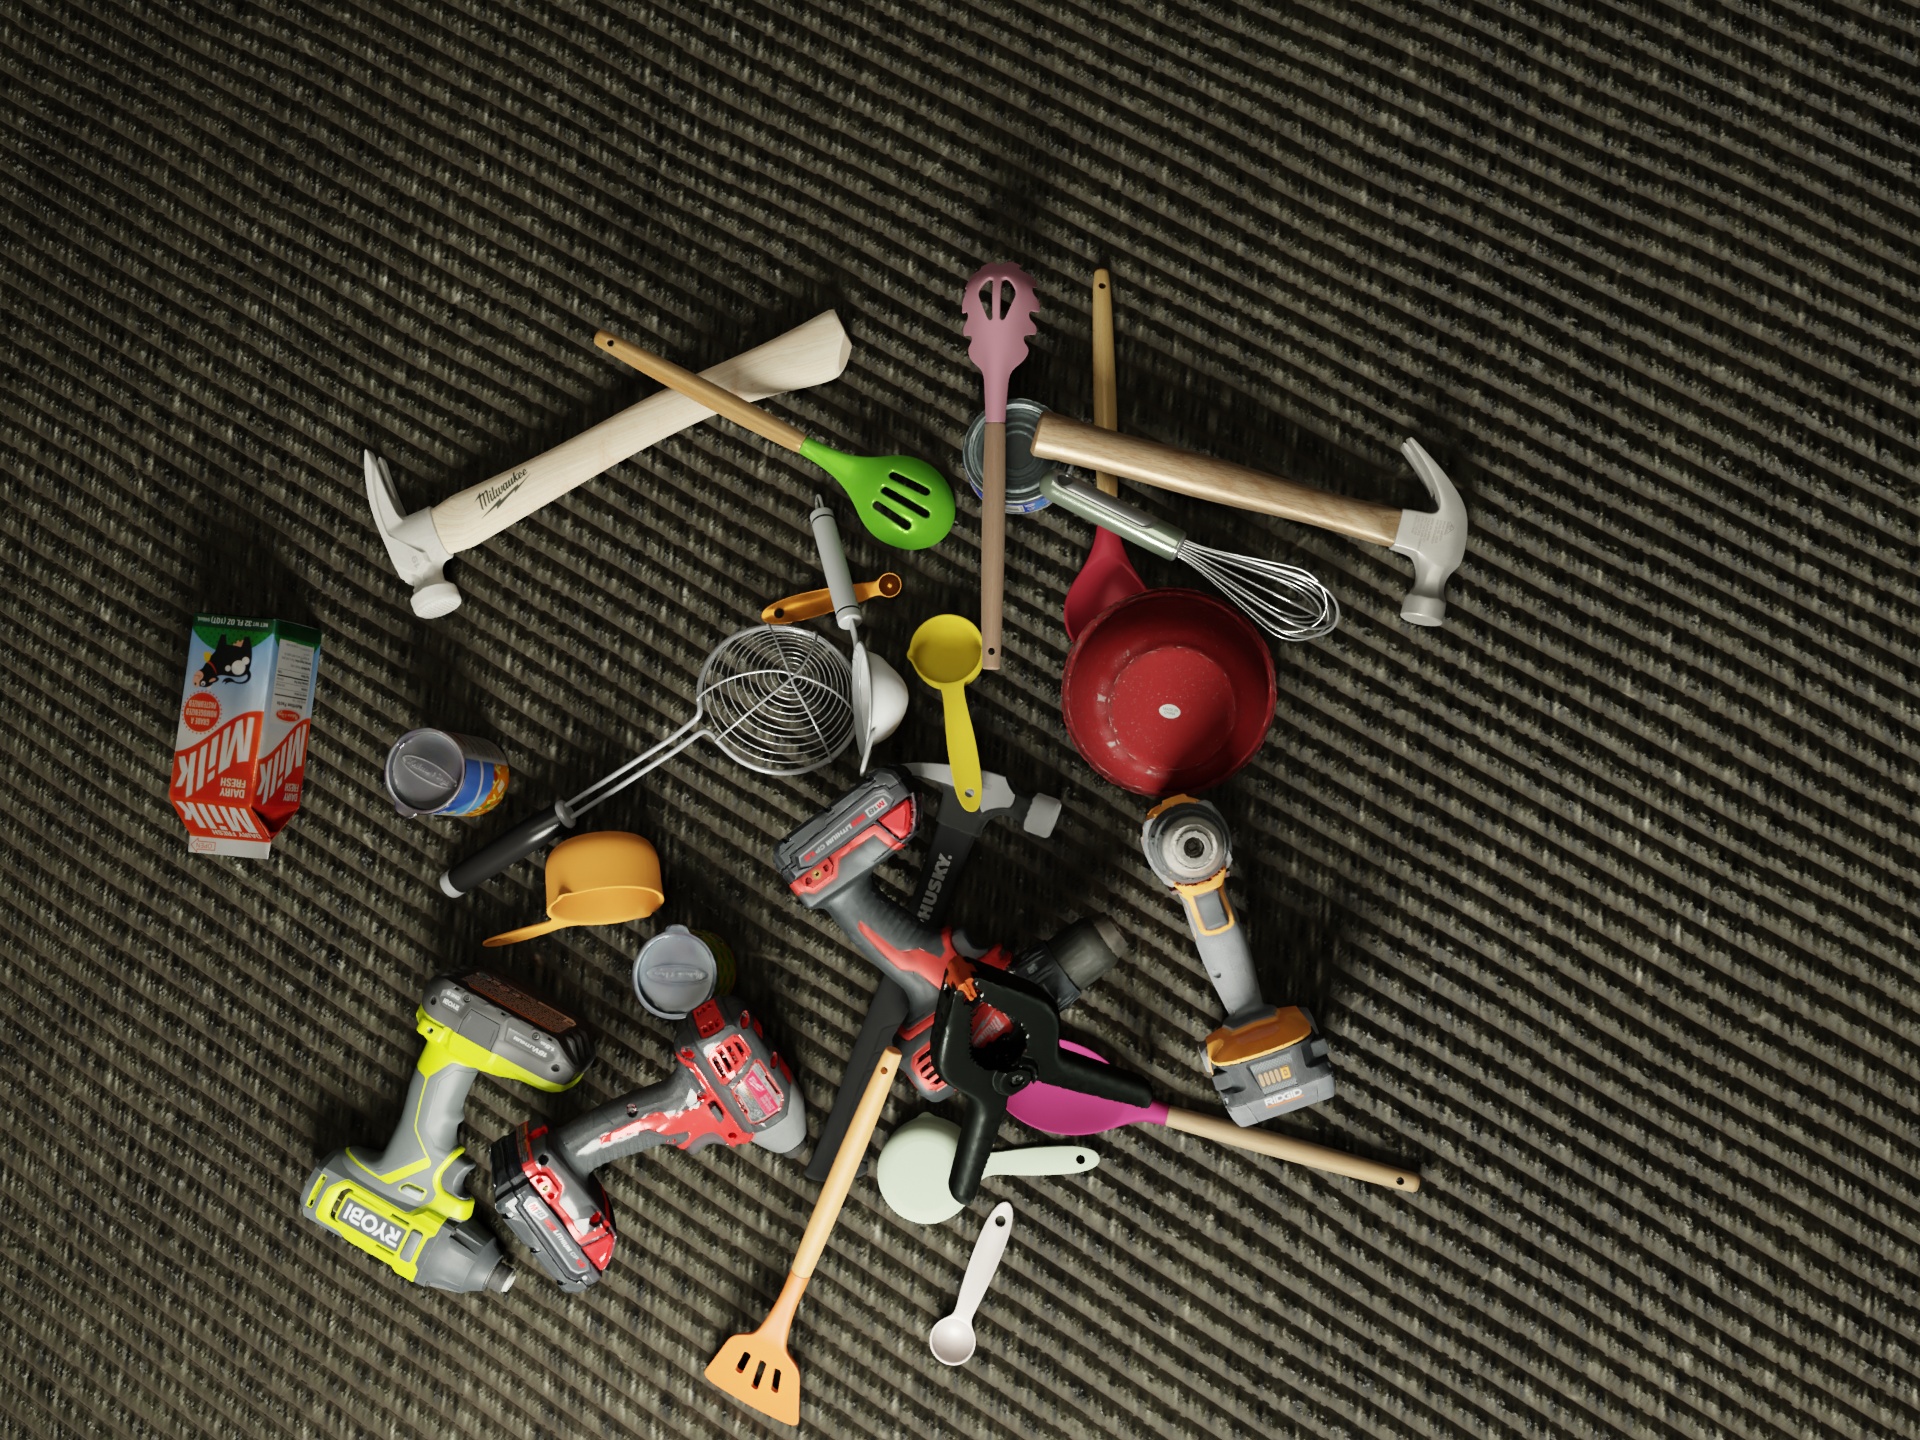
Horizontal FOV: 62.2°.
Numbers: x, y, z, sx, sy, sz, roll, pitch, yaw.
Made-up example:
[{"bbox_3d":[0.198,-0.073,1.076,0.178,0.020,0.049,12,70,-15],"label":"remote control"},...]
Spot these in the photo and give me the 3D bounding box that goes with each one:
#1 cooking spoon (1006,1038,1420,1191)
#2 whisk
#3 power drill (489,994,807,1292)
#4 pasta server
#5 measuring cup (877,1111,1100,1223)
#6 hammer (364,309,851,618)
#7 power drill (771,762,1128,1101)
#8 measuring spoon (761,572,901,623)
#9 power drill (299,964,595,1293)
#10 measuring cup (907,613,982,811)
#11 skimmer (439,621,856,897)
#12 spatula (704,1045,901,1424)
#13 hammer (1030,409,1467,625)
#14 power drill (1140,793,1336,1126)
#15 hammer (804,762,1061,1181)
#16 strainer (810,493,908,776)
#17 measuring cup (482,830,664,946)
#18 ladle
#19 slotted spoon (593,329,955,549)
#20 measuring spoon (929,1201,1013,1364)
[{"bbox_3d":[0.178,0.299,1.176,0.319,0.017,0.069,13,87,9],"label":"cooking spoon"},{"bbox_3d":[0.170,-0.127,1.189,0.246,0.059,0.058,27,51,2],"label":"whisk"},{"bbox_3d":[-0.222,0.313,1.175,0.219,0.079,0.143,-32,116,-7],"label":"power drill"},{"bbox_3d":[0.027,-0.196,1.206,0.060,0.040,0.316,1,88,8],"label":"pasta server"},{"bbox_3d":[0.019,0.333,1.183,0.167,0.038,0.083,-6,84,9],"label":"measuring cup"},{"bbox_3d":[-0.282,-0.234,1.281,0.410,0.038,0.146,-25,80,4],"label":"hammer"},{"bbox_3d":[-0.008,0.139,1.154,0.188,0.080,0.227,-36,87,2],"label":"power drill"},{"bbox_3d":[-0.102,-0.095,1.258,0.117,0.011,0.021,-13,83,10],"label":"measuring spoon"},{"bbox_3d":[-0.382,0.318,1.223,0.171,0.080,0.223,27,92,5],"label":"power drill"},{"bbox_3d":[-0.002,-0.004,1.213,0.062,0.029,0.157,-10,75,3],"label":"measuring cup"},{"bbox_3d":[-0.247,0.047,1.252,0.363,0.090,0.127,-31,74,14],"label":"skimmer"},{"bbox_3d":[-0.105,0.376,1.157,0.081,0.041,0.322,24,102,10],"label":"spatula"},{"bbox_3d":[0.216,-0.176,1.193,0.331,0.031,0.130,16,84,2],"label":"hammer"},{"bbox_3d":[0.186,0.160,1.107,0.084,0.185,0.226,-20,85,4],"label":"power drill"},{"bbox_3d":[-0.048,0.191,1.209,0.146,0.035,0.335,20,88,8],"label":"hammer"},{"bbox_3d":[-0.080,-0.072,1.201,0.050,0.086,0.259,-8,59,-16],"label":"strainer"},{"bbox_3d":[-0.309,0.132,1.237,0.173,0.095,0.052,-20,65,26],"label":"measuring cup"},{"bbox_3d":[0.112,-0.197,1.229,0.069,0.031,0.315,0,83,-2],"label":"ladle"},{"bbox_3d":[-0.146,-0.225,1.239,0.314,0.031,0.070,28,94,0],"label":"slotted spoon"},{"bbox_3d":[0.012,0.420,1.191,0.034,0.018,0.124,22,81,9],"label":"measuring spoon"}]
